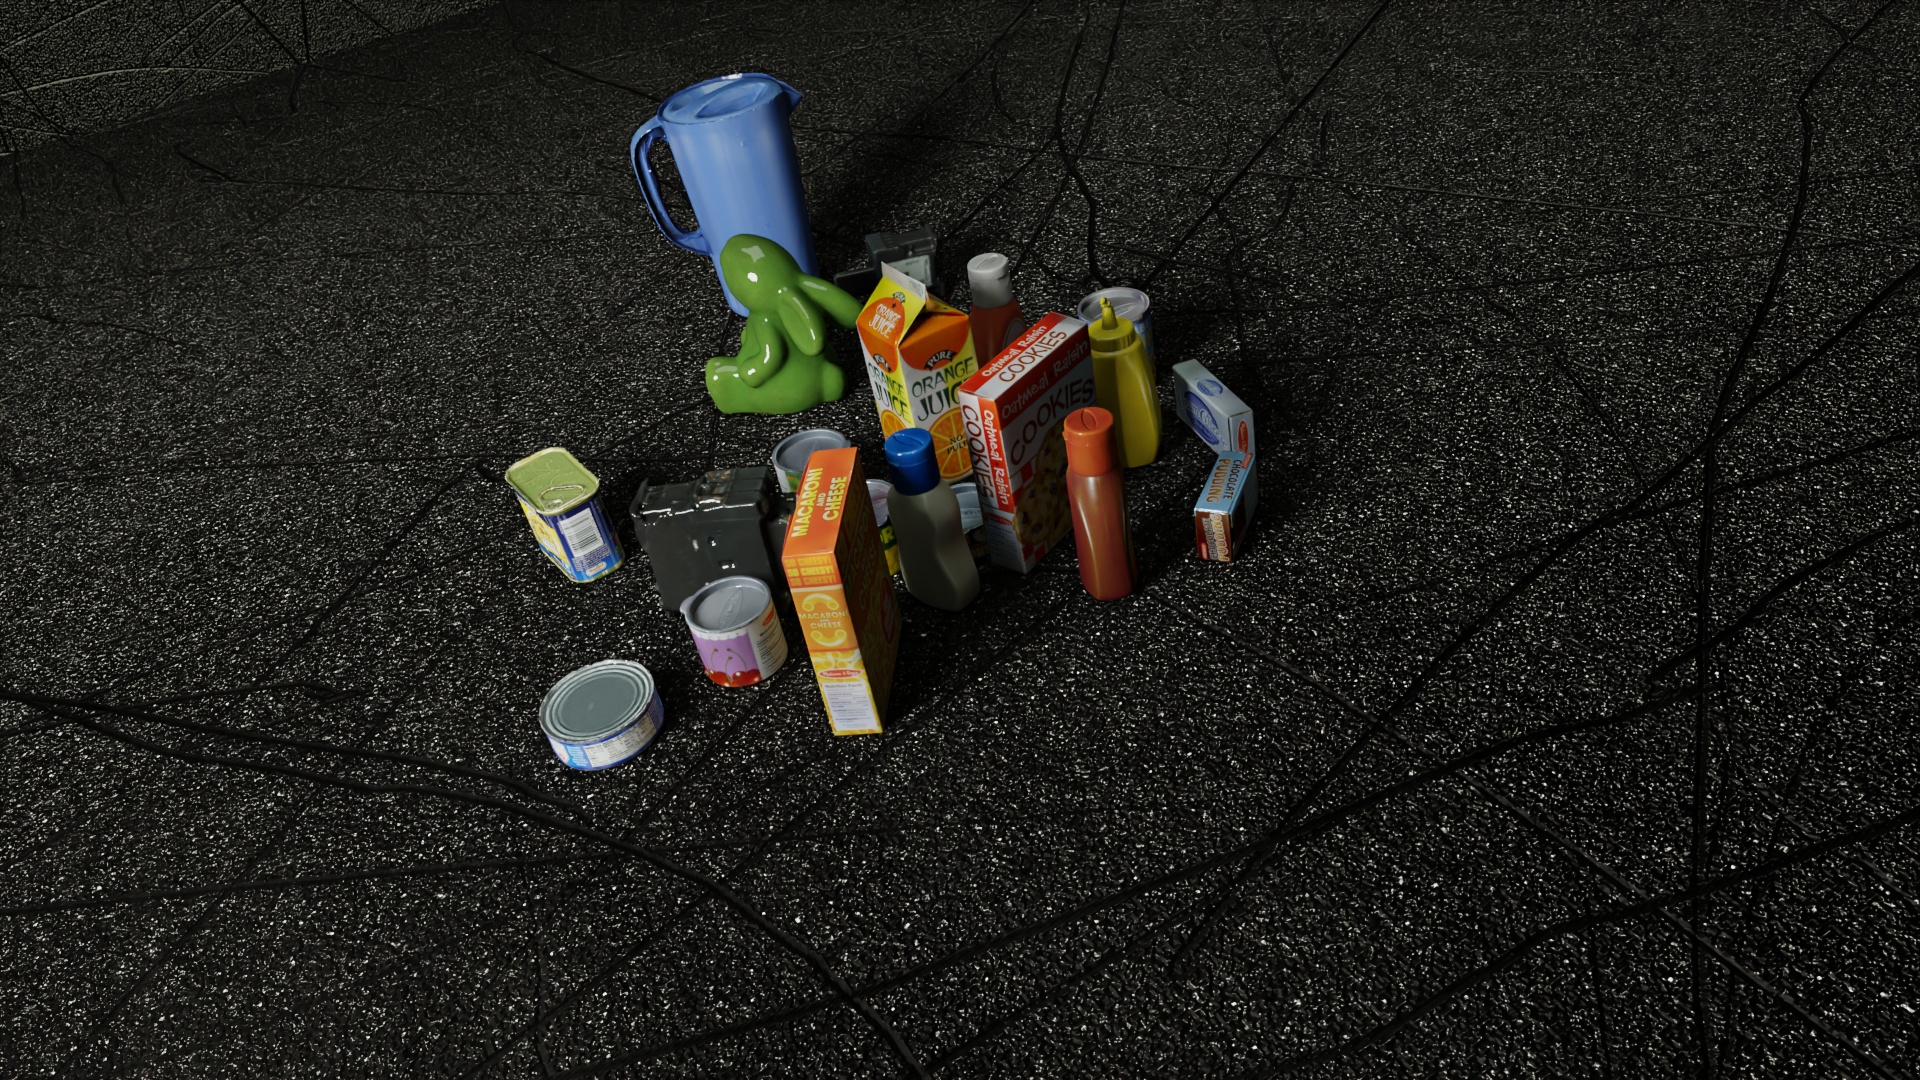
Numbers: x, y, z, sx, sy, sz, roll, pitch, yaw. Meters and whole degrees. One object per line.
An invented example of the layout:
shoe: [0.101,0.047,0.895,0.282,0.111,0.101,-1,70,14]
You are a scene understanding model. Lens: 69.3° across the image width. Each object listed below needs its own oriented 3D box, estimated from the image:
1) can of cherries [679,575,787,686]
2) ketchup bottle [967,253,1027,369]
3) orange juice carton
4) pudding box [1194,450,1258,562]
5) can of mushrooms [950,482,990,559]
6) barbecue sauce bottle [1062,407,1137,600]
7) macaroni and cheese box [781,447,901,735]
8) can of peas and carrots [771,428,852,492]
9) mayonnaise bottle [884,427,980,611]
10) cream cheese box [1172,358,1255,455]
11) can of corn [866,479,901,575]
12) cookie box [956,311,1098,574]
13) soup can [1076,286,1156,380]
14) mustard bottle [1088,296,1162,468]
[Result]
can of cherries: [-0.173,0.069,1.061,0.071,0.058,0.072,-8,37,6]
ketchup bottle: [0.035,-0.188,1.267,0.043,0.148,0.065,18,46,34]
orange juice carton: [-0.032,-0.144,1.191,0.073,0.191,0.072,-28,39,-20]
pudding box: [0.210,-0.028,1.091,0.030,0.049,0.084,7,41,24]
can of mushrooms: [0.004,-0.014,1.143,0.071,0.033,0.071,-8,37,6]
barbecue sauce bottle: [0.104,-0.029,1.039,0.044,0.147,0.065,-12,37,0]
macaroni and cheese box: [-0.082,0.037,0.989,0.040,0.165,0.124,-5,37,9]
can of peas and carrots: [-0.123,-0.057,1.213,0.071,0.058,0.071,-8,37,6]
mayonnaise bottle: [-0.025,-0.016,1.058,0.065,0.147,0.041,21,48,36]
cream cheese box: [0.217,-0.110,1.195,0.024,0.053,0.104,-20,37,-10]
can of corn: [-0.076,-0.006,1.134,0.071,0.058,0.071,-8,37,6]
cookie box: [0.060,-0.077,1.099,0.040,0.166,0.123,19,46,35]
soup can: [0.146,-0.180,1.280,0.071,0.083,0.072,-8,37,6]
mustard bottle: [0.132,-0.136,1.162,0.065,0.159,0.049,-4,37,10]
